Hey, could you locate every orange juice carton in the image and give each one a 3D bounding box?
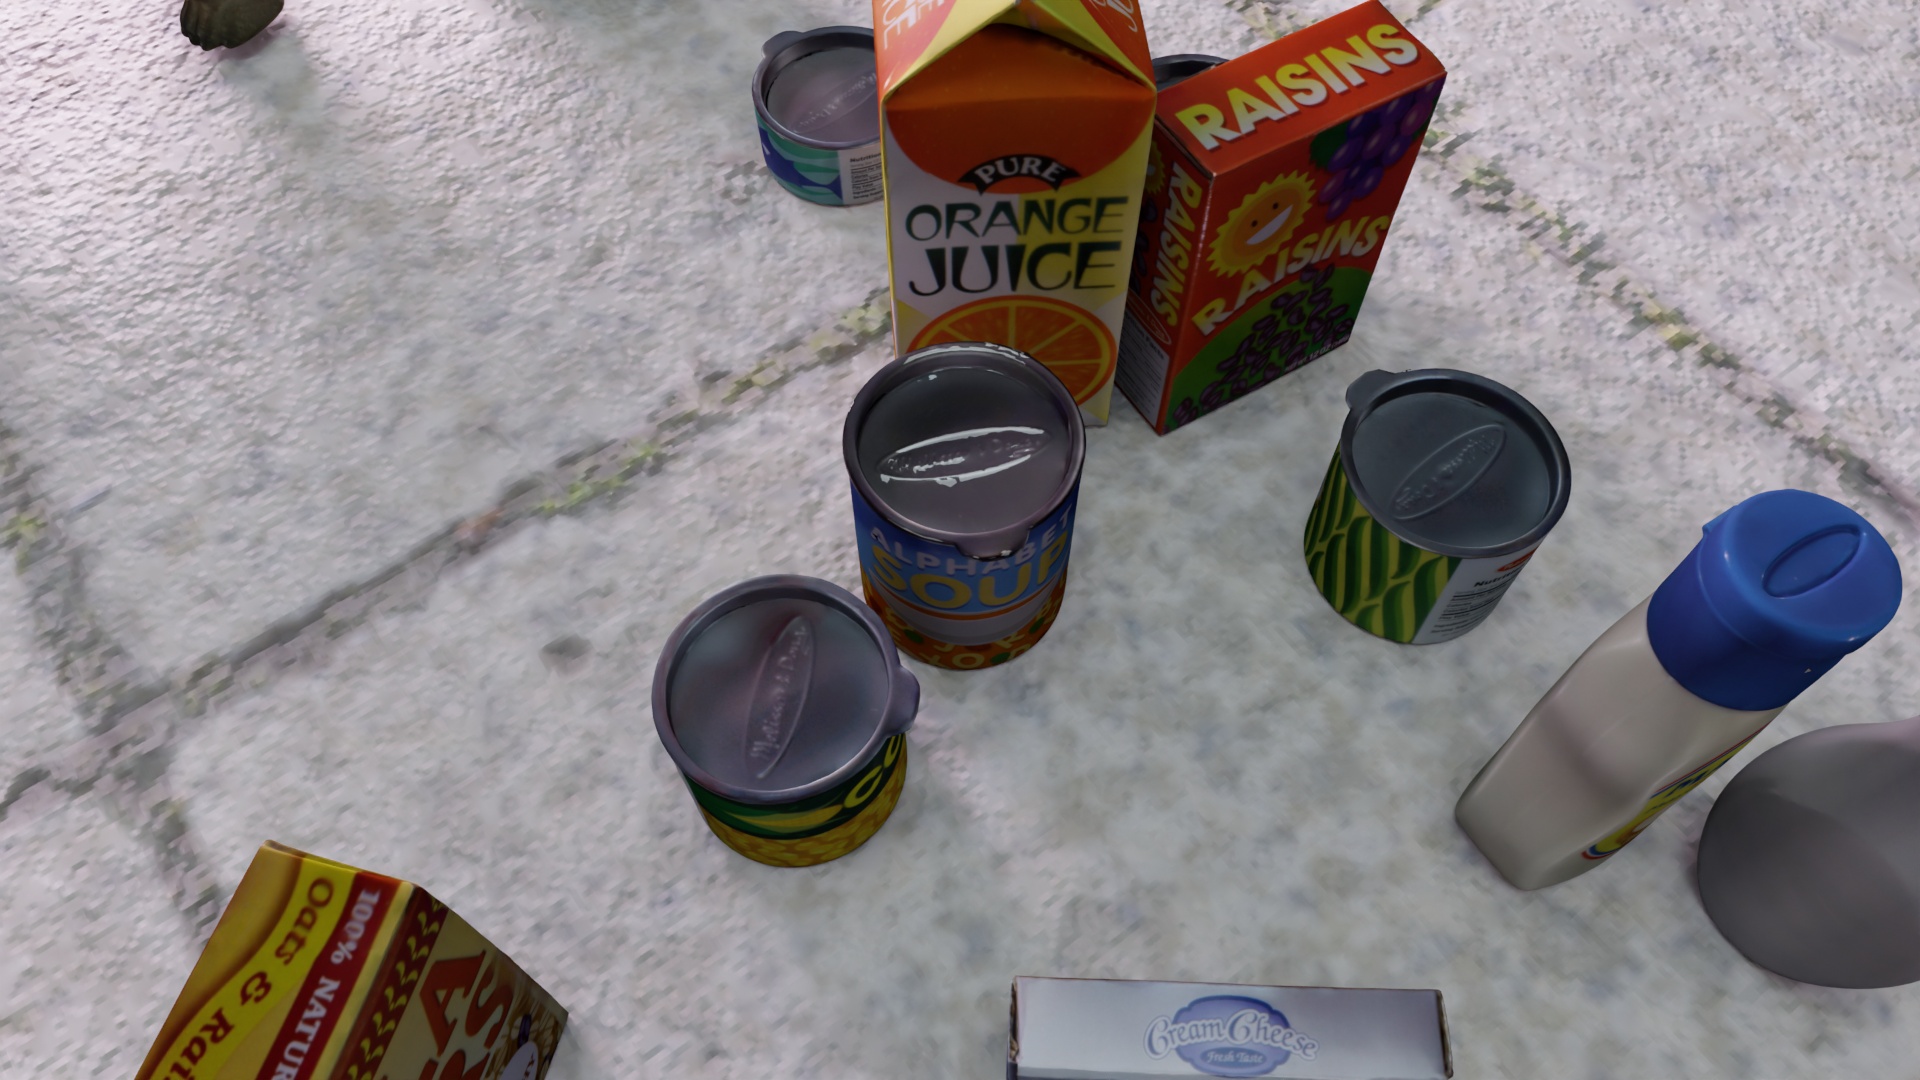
[{"bbox_3d":[0.013,-0.114,0.411,0.073,0.191,0.072,-3,60,-2],"label":"orange juice carton"}]

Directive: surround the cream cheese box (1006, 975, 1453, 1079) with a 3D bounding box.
[{"bbox_3d":[0.063,0.128,0.349,0.104,0.053,0.024,1,60,1],"label":"cream cheese box"}]

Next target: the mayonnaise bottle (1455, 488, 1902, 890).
[{"bbox_3d":[0.174,0.041,0.345,0.065,0.147,0.041,-28,64,-15],"label":"mayonnaise bottle"}]

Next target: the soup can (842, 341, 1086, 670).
[{"bbox_3d":[0.001,-0.005,0.410,0.071,0.083,0.071,0,60,0],"label":"soup can"}]

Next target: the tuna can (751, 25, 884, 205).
[{"bbox_3d":[-0.047,-0.164,0.533,0.071,0.032,0.071,0,60,0],"label":"tuna can"}]

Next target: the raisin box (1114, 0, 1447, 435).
[{"bbox_3d":[0.094,-0.098,0.442,0.086,0.122,0.040,-26,63,-14],"label":"raisin box"}]

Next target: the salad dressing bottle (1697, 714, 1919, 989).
[{"bbox_3d":[0.231,0.065,0.331,0.044,0.147,0.064,-30,64,-16],"label":"salad dressing bottle"}]

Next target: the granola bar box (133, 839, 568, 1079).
[{"bbox_3d":[-0.144,0.162,0.288,0.039,0.123,0.166,13,60,8],"label":"granola bar box"}]

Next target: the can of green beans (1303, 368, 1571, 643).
[{"bbox_3d":[0.144,-0.010,0.427,0.071,0.057,0.071,0,60,0],"label":"can of green beans"}]

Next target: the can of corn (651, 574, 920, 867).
[{"bbox_3d":[-0.046,0.052,0.391,0.071,0.058,0.071,0,60,0],"label":"can of corn"}]

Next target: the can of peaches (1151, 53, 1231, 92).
[{"bbox_3d":[0.079,-0.130,0.498,0.071,0.057,0.071,0,60,0],"label":"can of peaches"}]
